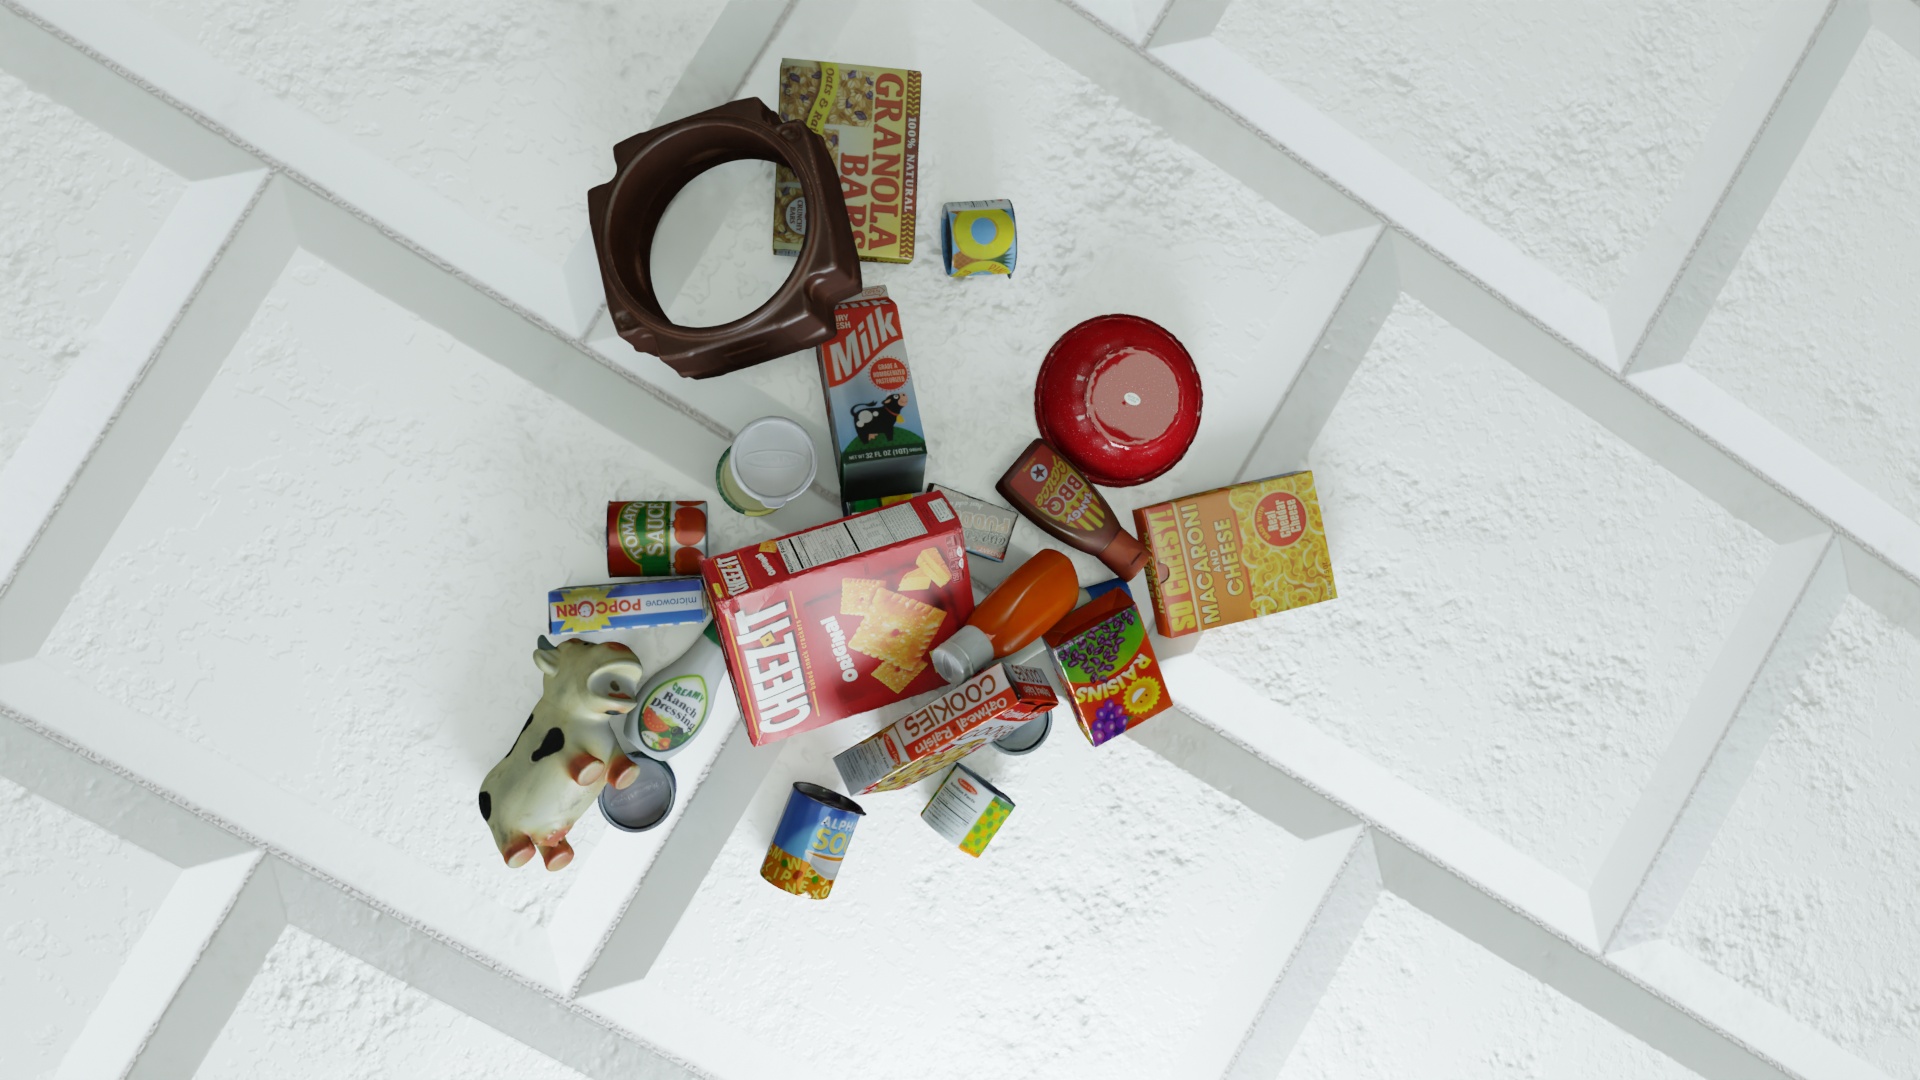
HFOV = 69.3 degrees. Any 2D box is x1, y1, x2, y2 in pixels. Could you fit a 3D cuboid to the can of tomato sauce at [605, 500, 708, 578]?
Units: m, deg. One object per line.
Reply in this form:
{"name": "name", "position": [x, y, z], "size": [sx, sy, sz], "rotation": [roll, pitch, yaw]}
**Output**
{"name": "can of tomato sauce", "position": [-0.258, -0.002, 1.188], "size": [0.083, 0.071, 0.071], "rotation": [-1, 92, -10]}

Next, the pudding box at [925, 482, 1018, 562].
{"name": "pudding box", "position": [0.004, -0.016, 1.250], "size": [0.084, 0.030, 0.049], "rotation": [20, 89, -9]}

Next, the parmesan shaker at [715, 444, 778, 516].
{"name": "parmesan shaker", "position": [-0.173, -0.056, 1.183], "size": [0.071, 0.103, 0.071], "rotation": [0, 92, -9]}

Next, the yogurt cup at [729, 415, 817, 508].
{"name": "yogurt cup", "position": [-0.149, -0.064, 1.106], "size": [0.072, 0.054, 0.072], "rotation": [0, 91, -9]}

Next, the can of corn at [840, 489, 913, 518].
{"name": "can of corn", "position": [-0.071, -0.020, 1.220], "size": [0.058, 0.071, 0.071], "rotation": [-9, 93, -9]}

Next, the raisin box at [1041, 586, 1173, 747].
{"name": "raisin box", "position": [0.132, 0.115, 1.246], "size": [0.086, 0.040, 0.123], "rotation": [-28, 121, -8]}

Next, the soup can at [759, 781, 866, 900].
{"name": "soup can", "position": [-0.129, 0.264, 1.215], "size": [0.071, 0.071, 0.084], "rotation": [21, 89, -9]}

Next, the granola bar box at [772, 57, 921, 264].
{"name": "granola bar box", "position": [-0.100, -0.331, 1.221], "size": [0.124, 0.039, 0.165], "rotation": [3, 91, -8]}

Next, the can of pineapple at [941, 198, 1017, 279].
{"name": "can of pineapple", "position": [0.016, -0.265, 1.228], "size": [0.058, 0.071, 0.071], "rotation": [-5, 93, -8]}

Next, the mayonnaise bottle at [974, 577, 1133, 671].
{"name": "mayonnaise bottle", "position": [0.083, 0.071, 1.260], "size": [0.148, 0.041, 0.064], "rotation": [-16, 97, -10]}

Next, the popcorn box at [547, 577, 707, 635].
{"name": "popcorn box", "position": [-0.279, 0.054, 1.178], "size": [0.127, 0.085, 0.038], "rotation": [-4, 92, -9]}

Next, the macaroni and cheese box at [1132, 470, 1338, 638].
{"name": "macaroni and cheese box", "position": [0.254, 0.012, 1.286], "size": [0.167, 0.040, 0.123], "rotation": [-13, 93, -9]}

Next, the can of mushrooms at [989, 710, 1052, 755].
{"name": "can of mushrooms", "position": [0.046, 0.158, 1.259], "size": [0.071, 0.033, 0.071], "rotation": [0, 92, -9]}

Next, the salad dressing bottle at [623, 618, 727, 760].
{"name": "salad dressing bottle", "position": [-0.232, 0.120, 1.208], "size": [0.064, 0.044, 0.148], "rotation": [37, 85, -17]}

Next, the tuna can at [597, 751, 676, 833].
{"name": "tuna can", "position": [-0.282, 0.216, 1.208], "size": [0.071, 0.033, 0.071], "rotation": [0, 92, -9]}

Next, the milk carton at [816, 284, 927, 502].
{"name": "milk carton", "position": [-0.081, -0.136, 1.193], "size": [0.072, 0.073, 0.191], "rotation": [-9, 67, -9]}

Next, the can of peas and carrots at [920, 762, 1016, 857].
{"name": "can of peas and carrots", "position": [0.008, 0.241, 1.240], "size": [0.071, 0.071, 0.059], "rotation": [36, 86, -8]}

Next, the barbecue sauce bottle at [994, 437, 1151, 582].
{"name": "barbecue sauce bottle", "position": [0.105, -0.023, 1.251], "size": [0.148, 0.043, 0.065], "rotation": [41, 75, -1]}

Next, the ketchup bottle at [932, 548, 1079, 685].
{"name": "ketchup bottle", "position": [0.039, 0.068, 1.175], "size": [0.149, 0.043, 0.064], "rotation": [-36, 132, -35]}

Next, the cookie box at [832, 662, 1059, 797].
{"name": "cookie box", "position": [-0.009, 0.161, 1.179], "size": [0.167, 0.123, 0.040], "rotation": [-31, 74, 12]}
